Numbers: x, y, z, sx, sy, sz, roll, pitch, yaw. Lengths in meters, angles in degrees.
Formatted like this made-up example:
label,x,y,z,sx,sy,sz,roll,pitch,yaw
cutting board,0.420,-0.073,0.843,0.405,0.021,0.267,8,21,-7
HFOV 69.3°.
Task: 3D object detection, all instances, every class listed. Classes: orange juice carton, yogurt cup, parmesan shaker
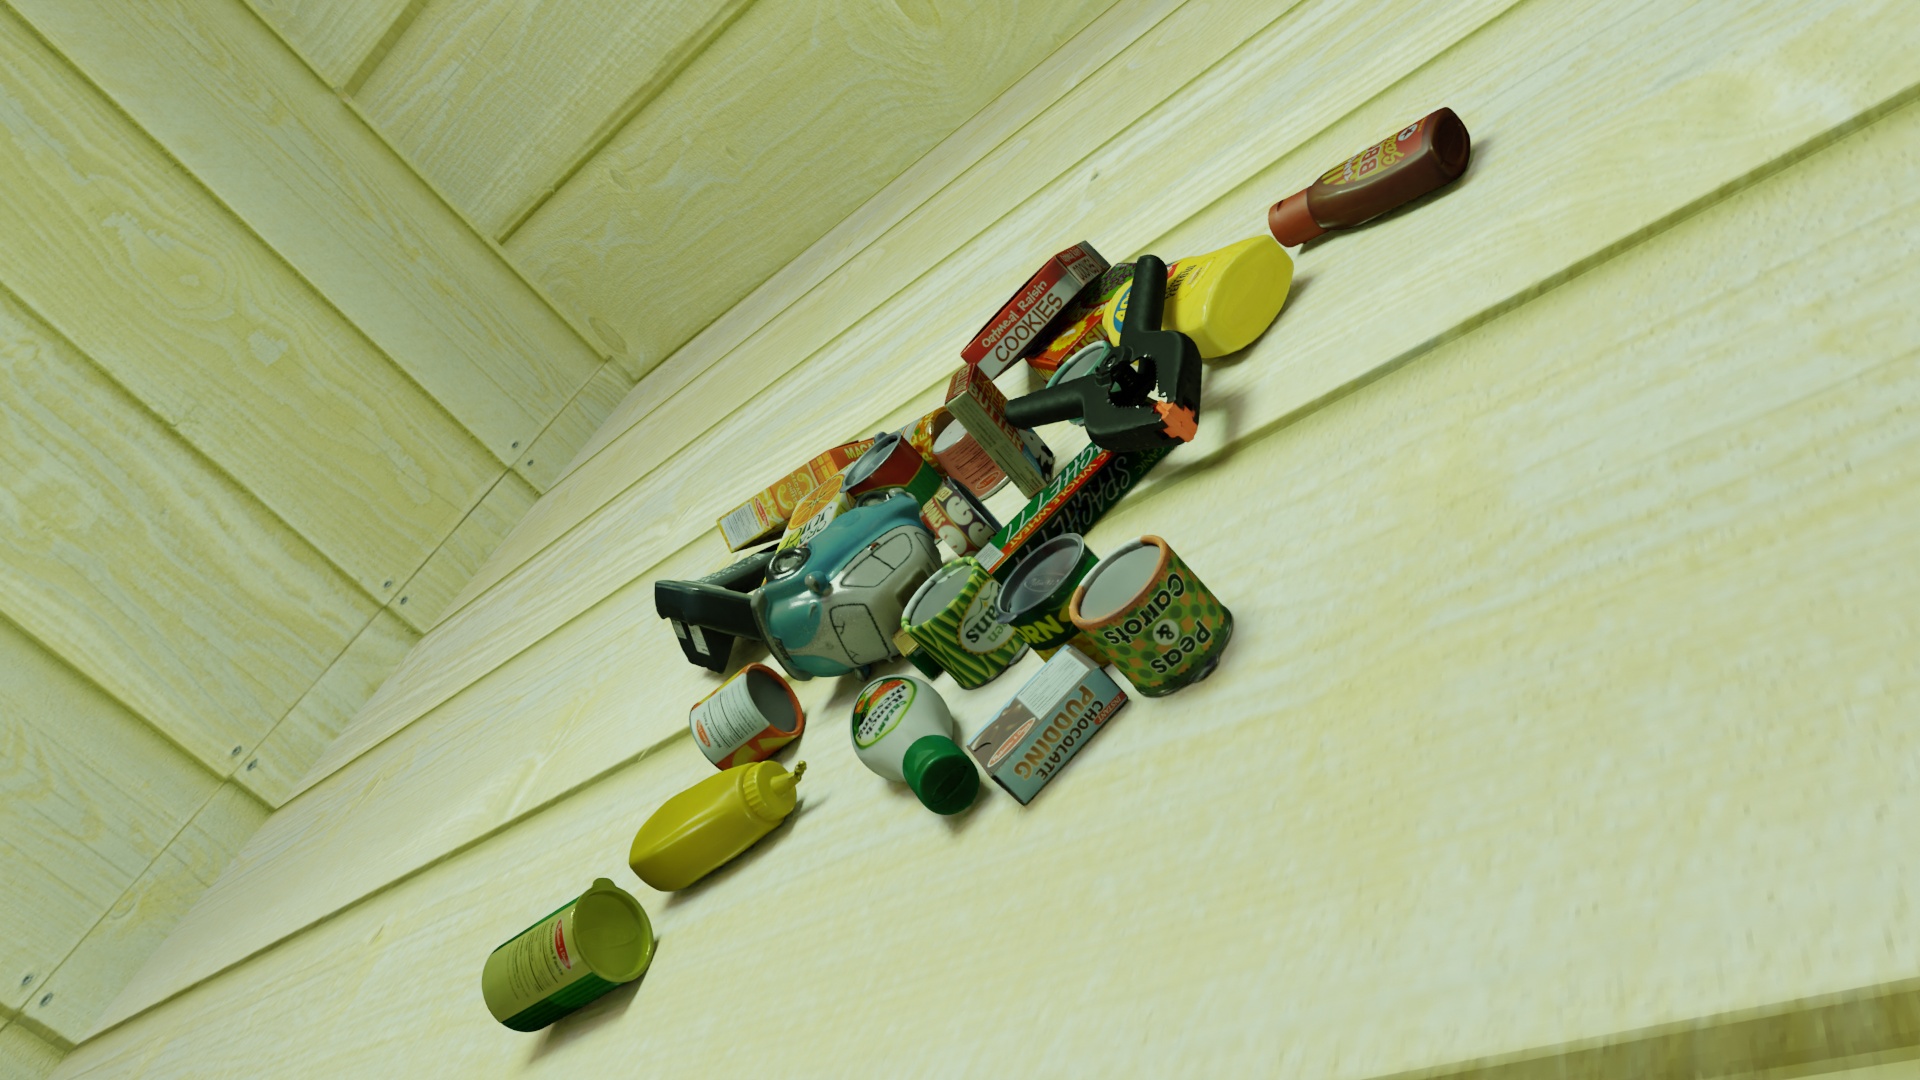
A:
label,x,y,z,sx,sy,sz,roll,pitch,yaw
orange juice carton,-0.109,0.021,1.171,0.071,0.073,0.194,-34,22,25
yogurt cup,0.014,-0.073,1.154,0.072,0.054,0.073,-38,20,17
parmesan shaker,-0.267,0.282,0.941,0.102,0.071,0.072,-34,21,28

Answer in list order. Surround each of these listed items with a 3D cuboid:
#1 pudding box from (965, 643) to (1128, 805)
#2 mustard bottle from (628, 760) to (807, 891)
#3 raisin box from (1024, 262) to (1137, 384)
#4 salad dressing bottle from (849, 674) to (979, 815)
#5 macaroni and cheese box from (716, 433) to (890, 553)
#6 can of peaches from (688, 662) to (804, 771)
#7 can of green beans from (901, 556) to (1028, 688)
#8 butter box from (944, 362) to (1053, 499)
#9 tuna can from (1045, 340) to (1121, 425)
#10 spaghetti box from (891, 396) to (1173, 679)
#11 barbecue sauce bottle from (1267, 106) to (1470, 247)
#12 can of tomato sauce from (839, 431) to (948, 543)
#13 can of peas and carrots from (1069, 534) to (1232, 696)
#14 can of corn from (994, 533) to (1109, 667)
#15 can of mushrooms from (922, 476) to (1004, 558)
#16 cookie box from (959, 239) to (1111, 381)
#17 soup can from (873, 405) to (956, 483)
label,x,y,z,sx,sy,sz,roll,pitch,yaw
pudding box,0.046,0.099,0.762,0.084,0.030,0.050,-45,20,-4
mustard bottle,-0.160,0.189,0.955,0.159,0.048,0.066,-31,23,29
raisin box,0.121,-0.186,1.201,0.123,0.040,0.086,-46,20,-5
salad dressing bottle,-0.027,0.123,0.838,0.064,0.044,0.148,-47,19,-5
macaroni and cheese box,-0.137,-0.048,1.340,0.166,0.040,0.124,-29,-5,36
can of peaches,-0.159,0.134,1.046,0.058,0.071,0.071,-37,20,19
can of green beans,0.004,0.053,0.901,0.071,0.057,0.071,-38,20,16
butter box,0.031,-0.085,1.069,0.024,0.103,0.053,-34,20,25
tuna can,0.102,-0.127,1.123,0.071,0.033,0.071,-38,19,16
spaghetti box,0.054,-0.004,0.967,0.250,0.028,0.050,-44,19,-2
barbecue sauce bottle,0.291,-0.256,1.004,0.148,0.043,0.065,-20,31,49
can of tomato sauce,-0.048,-0.037,1.156,0.071,0.083,0.071,-38,20,16
can of peas and carrots,0.101,0.040,0.736,0.071,0.058,0.071,-38,20,16
can of corn,0.062,0.041,0.811,0.071,0.058,0.071,-38,20,16
can of mushrooms,0.004,-0.013,1.021,0.033,0.071,0.071,-42,19,8
cookie box,0.070,-0.211,1.262,0.122,0.040,0.168,-45,1,22
soup can,-0.030,-0.077,1.223,0.083,0.071,0.072,-24,27,44
